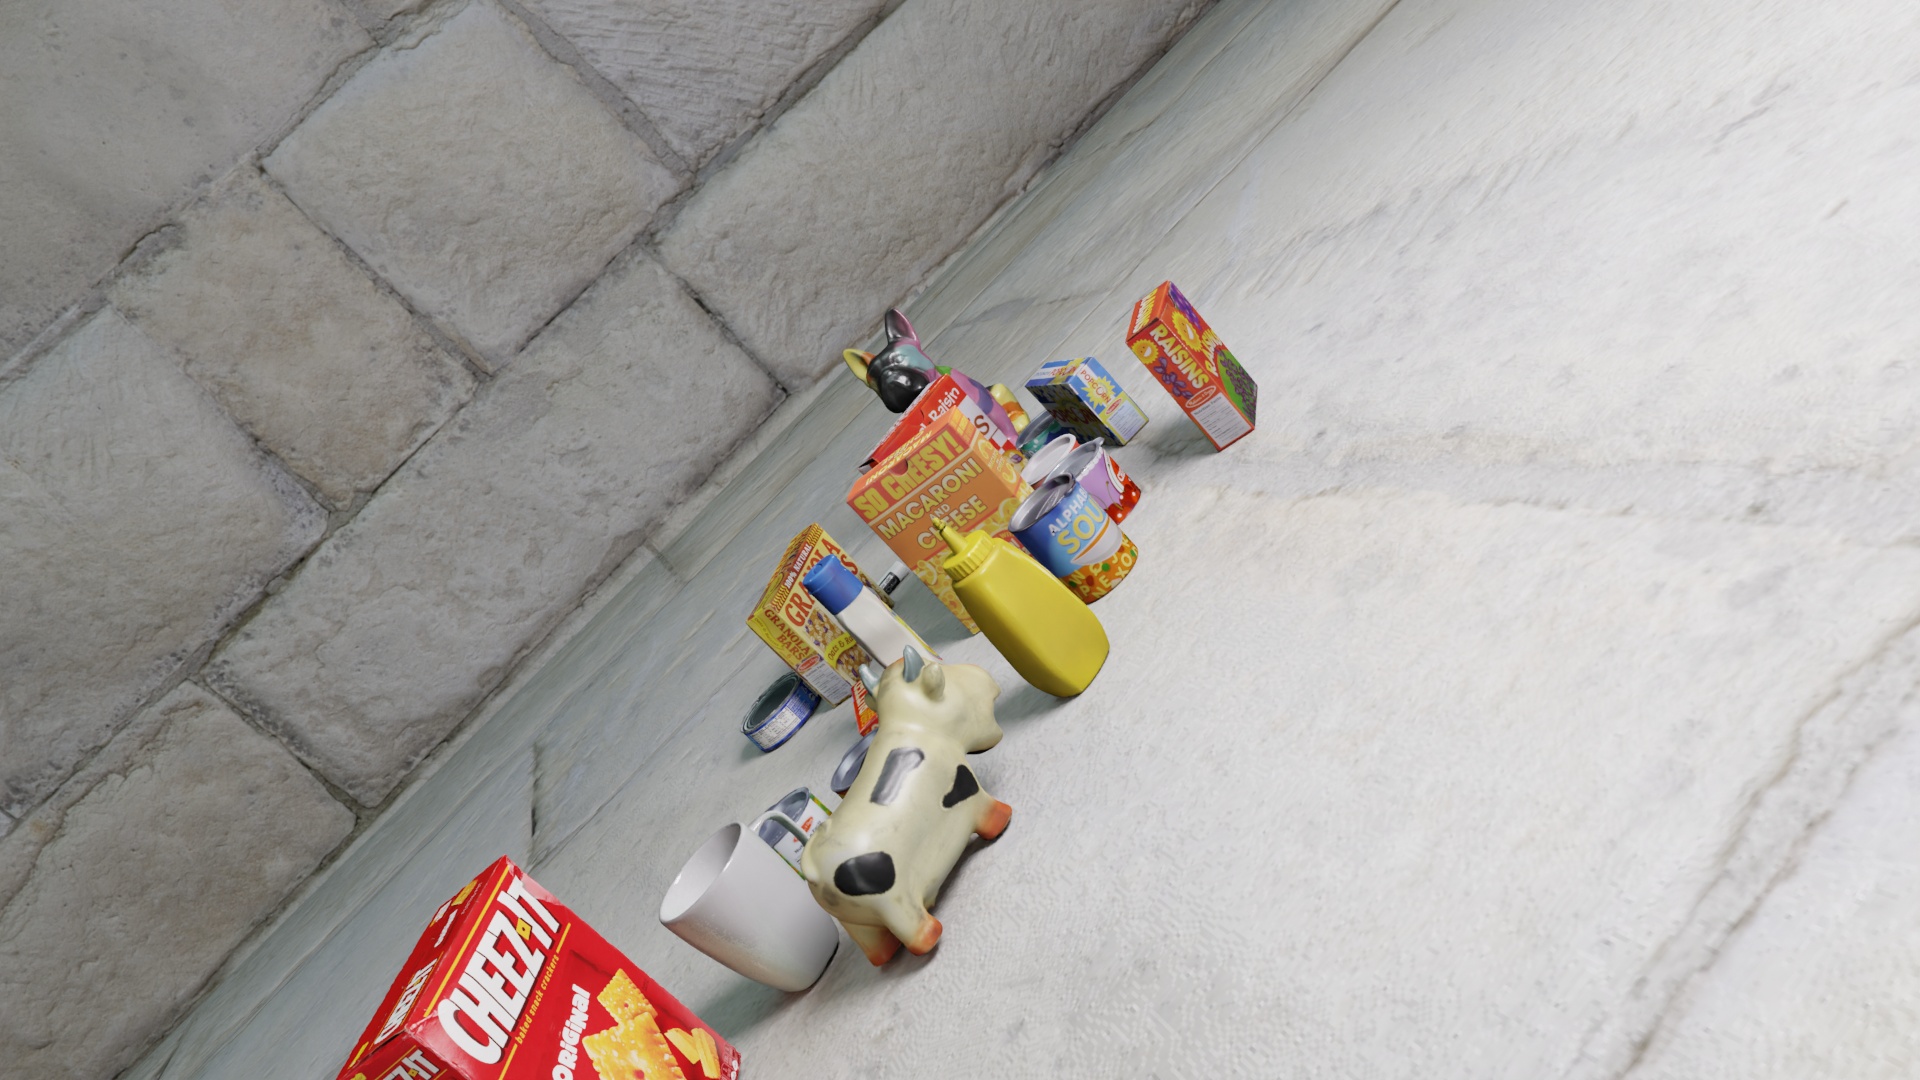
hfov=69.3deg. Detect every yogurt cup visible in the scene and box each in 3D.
[{"bbox_3d":[0.095,-0.056,1.279,0.072,0.054,0.072,-40,15,13],"label":"yogurt cup"}]

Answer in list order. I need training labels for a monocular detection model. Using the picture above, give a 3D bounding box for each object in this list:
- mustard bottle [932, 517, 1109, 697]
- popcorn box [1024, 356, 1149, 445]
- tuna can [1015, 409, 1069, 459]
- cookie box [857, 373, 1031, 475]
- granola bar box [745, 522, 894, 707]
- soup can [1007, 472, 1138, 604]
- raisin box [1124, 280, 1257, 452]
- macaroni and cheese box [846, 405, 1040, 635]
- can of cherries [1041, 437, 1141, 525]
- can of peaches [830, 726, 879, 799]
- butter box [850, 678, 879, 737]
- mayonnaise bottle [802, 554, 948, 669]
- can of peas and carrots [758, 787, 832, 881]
[{"bbox_3d":[0.035,0.039,0.969,0.048,0.160,0.065,-23,25,54],"label":"mustard bottle"},{"bbox_3d":[0.122,-0.136,1.365,0.038,0.085,0.126,-46,15,-9],"label":"popcorn box"},{"bbox_3d":[0.092,-0.111,1.474,0.071,0.033,0.071,-40,15,13],"label":"tuna can"},{"bbox_3d":[0.002,-0.054,1.289,0.040,0.167,0.123,-21,27,55],"label":"cookie box"},{"bbox_3d":[-0.137,0.072,1.391,0.039,0.124,0.166,-36,17,26],"label":"granola bar box"},{"bbox_3d":[0.090,-0.002,1.086,0.071,0.083,0.071,-40,15,13],"label":"soup can"},{"bbox_3d":[0.191,-0.144,1.136,0.040,0.123,0.086,-35,17,30],"label":"raisin box"},{"bbox_3d":[0.004,-0.015,1.182,0.123,0.166,0.040,-36,17,26],"label":"macaroni and cheese box"},{"bbox_3d":[0.113,-0.044,1.189,0.071,0.058,0.072,-40,15,13],"label":"can of cherries"},{"bbox_3d":[-0.052,0.177,1.018,0.071,0.058,0.071,-40,15,13],"label":"can of peaches"},{"bbox_3d":[-0.061,0.147,1.130,0.024,0.053,0.104,-43,15,3],"label":"butter box"},{"bbox_3d":[-0.069,0.074,1.162,0.041,0.148,0.065,-45,15,-4],"label":"mayonnaise bottle"},{"bbox_3d":[-0.119,0.229,1.044,0.071,0.058,0.071,-40,15,13],"label":"can of peas and carrots"}]
